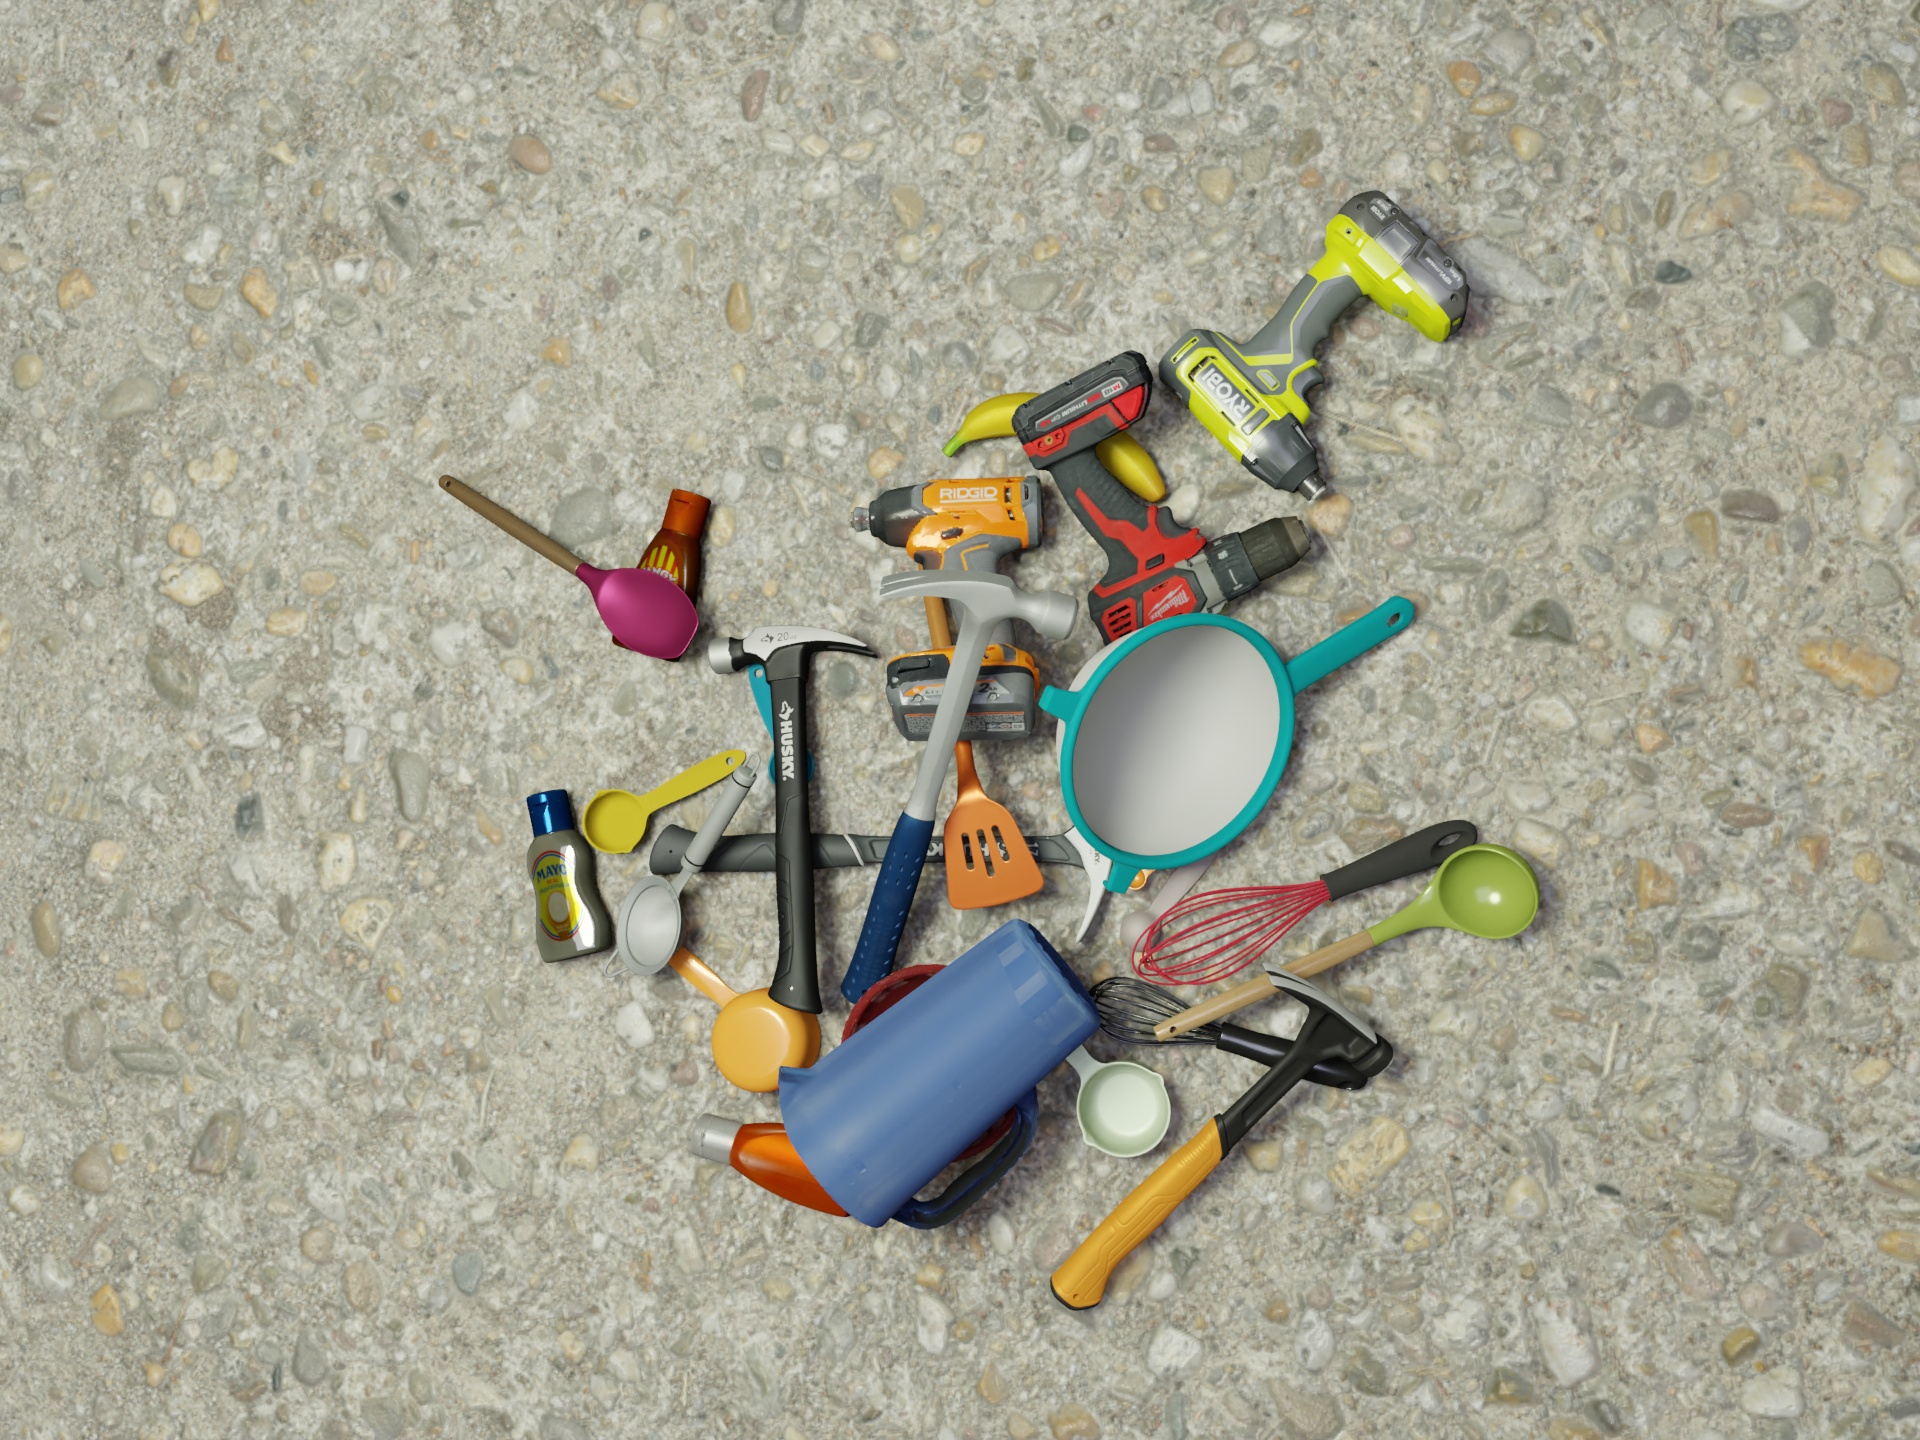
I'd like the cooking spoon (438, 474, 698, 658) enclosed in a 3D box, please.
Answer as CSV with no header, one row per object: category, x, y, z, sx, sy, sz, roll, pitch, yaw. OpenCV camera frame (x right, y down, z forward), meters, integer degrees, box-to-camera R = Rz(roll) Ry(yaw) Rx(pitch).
cooking spoon,-0.355,-0.146,1.416,0.319,0.017,0.069,32,94,22

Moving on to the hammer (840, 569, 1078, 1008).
hammer,-0.035,0.063,1.254,0.144,0.035,0.405,15,119,-5

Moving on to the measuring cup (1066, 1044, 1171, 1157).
measuring cup,0.105,0.282,1.309,0.083,0.038,0.168,-43,77,5

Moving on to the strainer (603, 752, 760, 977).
strainer,-0.228,0.127,1.349,0.258,0.050,0.087,-56,50,24

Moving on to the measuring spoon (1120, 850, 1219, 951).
measuring spoon,0.177,0.140,1.316,0.034,0.018,0.124,39,92,12

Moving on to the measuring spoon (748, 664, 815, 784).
measuring spoon,-0.160,0.004,1.397,0.042,0.021,0.129,-23,72,7

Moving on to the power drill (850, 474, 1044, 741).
power drill,-0.012,-0.100,1.312,0.164,0.084,0.227,-1,64,4

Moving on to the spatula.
spatula,-0.002,-0.004,1.336,0.081,0.041,0.323,-15,69,10

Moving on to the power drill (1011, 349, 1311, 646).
power drill,0.161,-0.185,1.293,0.188,0.080,0.226,-25,98,14

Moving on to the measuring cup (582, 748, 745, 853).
measuring cup,-0.259,0.067,1.409,0.156,0.029,0.062,-28,81,-4

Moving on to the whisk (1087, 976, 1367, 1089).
whisk,0.211,0.258,1.288,0.239,0.055,0.055,16,88,7

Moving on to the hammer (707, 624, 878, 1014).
hammer,-0.136,0.079,1.340,0.146,0.035,0.335,-8,74,12

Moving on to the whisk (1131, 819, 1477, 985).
whisk,0.276,0.143,1.279,0.296,0.073,0.073,-22,81,2

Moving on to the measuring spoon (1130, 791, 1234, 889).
measuring spoon,0.183,0.100,1.324,0.117,0.011,0.021,-41,73,2

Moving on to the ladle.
ladle,0.301,0.184,1.248,0.320,0.062,0.078,-24,93,0

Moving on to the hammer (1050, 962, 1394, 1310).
hammer,0.183,0.342,1.257,0.127,0.034,0.337,37,104,-16

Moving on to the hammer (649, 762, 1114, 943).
hammer,-0.070,0.115,1.359,0.409,0.036,0.149,-2,86,11

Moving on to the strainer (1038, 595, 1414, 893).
strainer,0.208,-0.024,1.285,0.340,0.095,0.210,-29,119,-15

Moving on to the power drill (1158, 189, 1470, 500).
power drill,0.298,-0.303,1.304,0.223,0.080,0.171,-43,79,8

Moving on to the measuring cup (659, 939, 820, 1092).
measuring cup,-0.201,0.247,1.362,0.174,0.052,0.095,38,93,11
